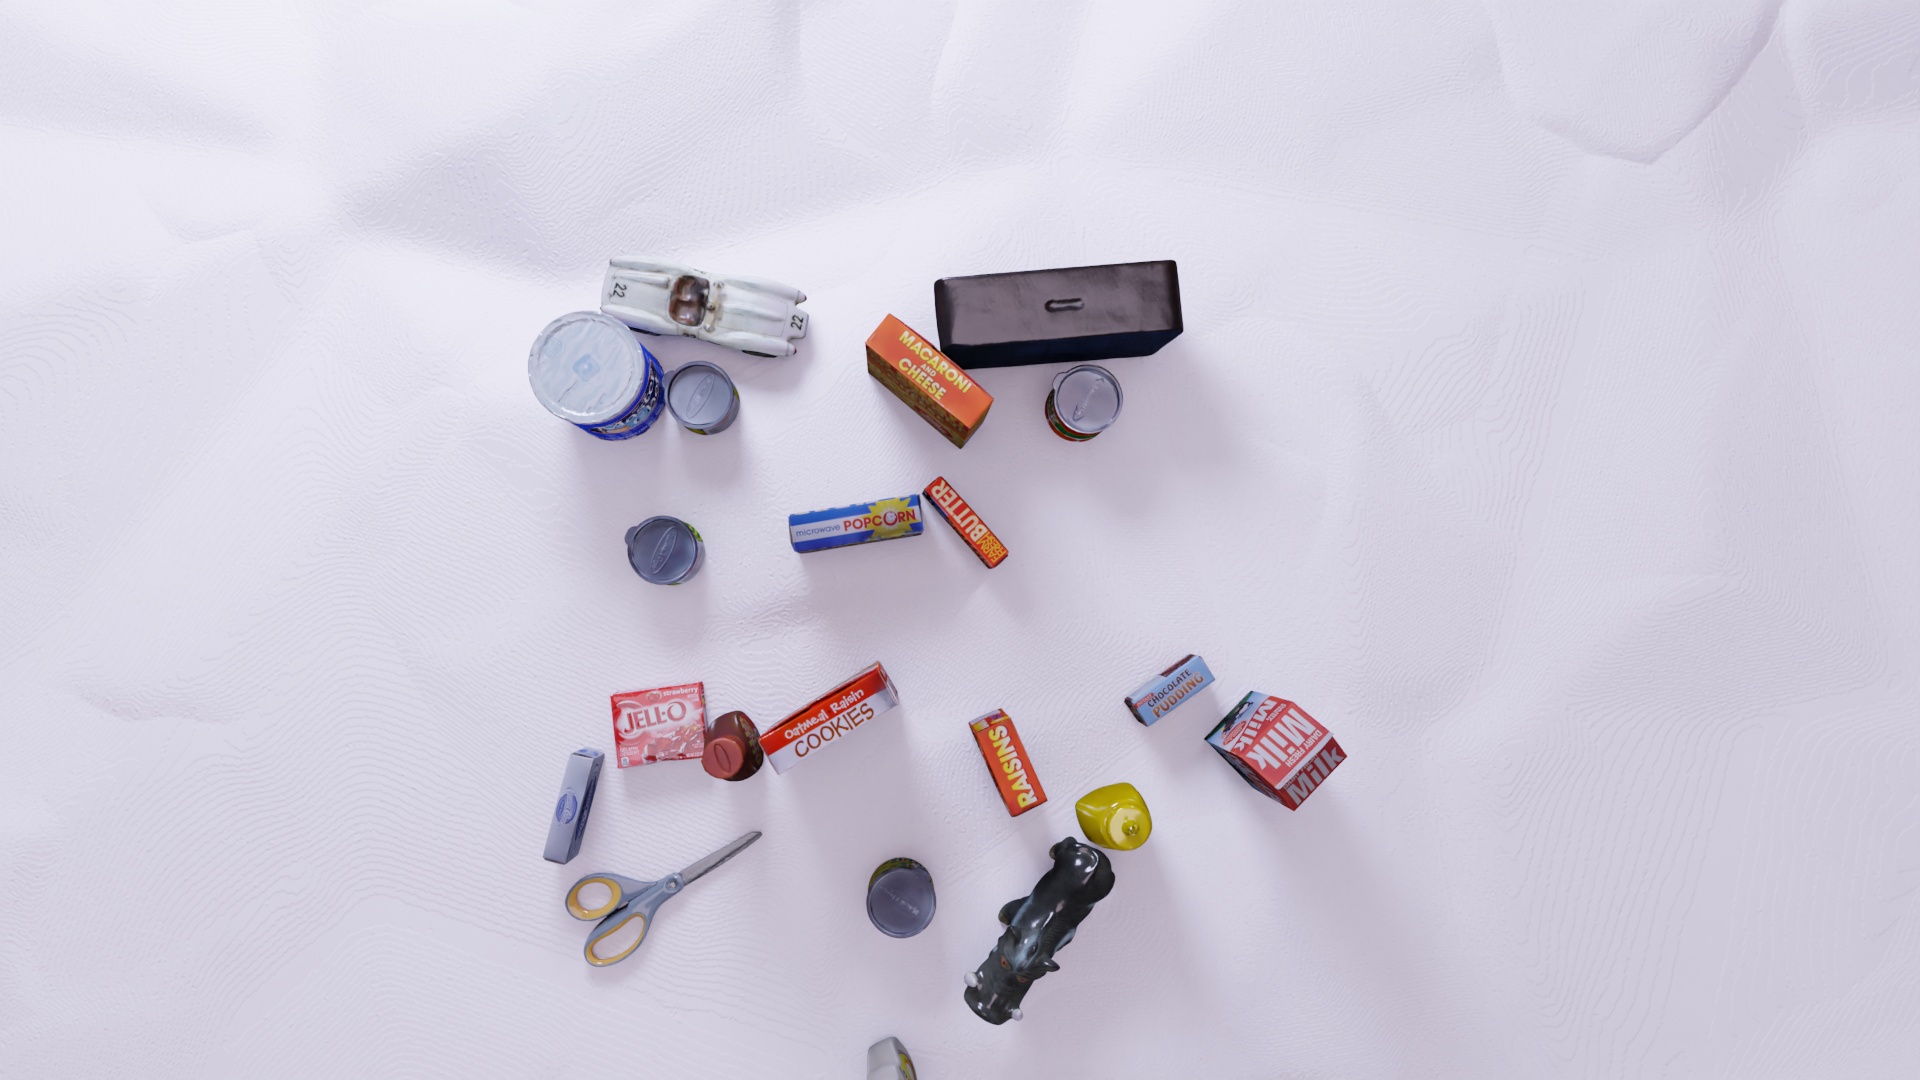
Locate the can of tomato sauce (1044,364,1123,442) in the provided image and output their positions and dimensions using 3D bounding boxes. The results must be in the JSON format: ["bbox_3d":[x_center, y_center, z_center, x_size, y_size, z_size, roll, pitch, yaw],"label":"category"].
[{"bbox_3d":[0.117,-0.133,1.358,0.071,0.083,0.071,0,87,-3],"label":"can of tomato sauce"}]

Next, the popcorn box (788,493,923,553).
[{"bbox_3d":[-0.100,-0.015,1.338,0.127,0.085,0.038,-9,88,-4],"label":"popcorn box"}]

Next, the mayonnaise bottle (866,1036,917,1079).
[{"bbox_3d":[-0.062,0.509,1.278,0.041,0.148,0.065,-24,89,-4],"label":"mayonnaise bottle"}]

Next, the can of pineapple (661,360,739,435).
[{"bbox_3d":[-0.251,-0.139,1.351,0.071,0.058,0.071,0,87,-3],"label":"can of pineapple"}]

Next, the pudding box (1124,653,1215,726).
[{"bbox_3d":[0.205,0.146,1.363,0.084,0.049,0.030,-34,89,-4],"label":"pudding box"}]

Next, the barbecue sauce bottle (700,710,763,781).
[{"bbox_3d":[-0.213,0.195,1.288,0.044,0.148,0.065,-22,89,-4],"label":"barbecue sauce bottle"}]

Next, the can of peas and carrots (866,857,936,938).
[{"bbox_3d":[-0.056,0.340,1.333,0.071,0.058,0.071,0,87,-3],"label":"can of peas and carrots"}]

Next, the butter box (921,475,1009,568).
[{"bbox_3d":[0.005,-0.017,1.360,0.024,0.053,0.103,-42,90,-4],"label":"butter box"}]

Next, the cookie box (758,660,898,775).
[{"bbox_3d":[-0.119,0.160,1.286,0.123,0.167,0.040,-31,89,-4],"label":"cookie box"}]

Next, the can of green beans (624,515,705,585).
[{"bbox_3d":[-0.283,0.010,1.340,0.071,0.058,0.071,0,87,-3],"label":"can of green beans"}]

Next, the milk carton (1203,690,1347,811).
[{"bbox_3d":[0.296,0.195,1.295,0.073,0.190,0.072,45,86,0],"label":"milk carton"}]

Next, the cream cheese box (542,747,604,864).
[{"bbox_3d":[-0.368,0.252,1.324,0.024,0.053,0.104,14,86,-2],"label":"cream cheese box"}]

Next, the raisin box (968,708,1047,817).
[{"bbox_3d":[0.043,0.208,1.314,0.040,0.123,0.086,-23,89,-4],"label":"raisin box"}]

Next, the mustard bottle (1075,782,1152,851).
[{"bbox_3d":[0.148,0.262,1.298,0.065,0.160,0.049,-22,89,-4],"label":"mustard bottle"}]

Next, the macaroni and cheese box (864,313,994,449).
[{"bbox_3d":[-0.031,-0.148,1.309,0.124,0.166,0.040,39,86,-1],"label":"macaroni and cheese box"}]
